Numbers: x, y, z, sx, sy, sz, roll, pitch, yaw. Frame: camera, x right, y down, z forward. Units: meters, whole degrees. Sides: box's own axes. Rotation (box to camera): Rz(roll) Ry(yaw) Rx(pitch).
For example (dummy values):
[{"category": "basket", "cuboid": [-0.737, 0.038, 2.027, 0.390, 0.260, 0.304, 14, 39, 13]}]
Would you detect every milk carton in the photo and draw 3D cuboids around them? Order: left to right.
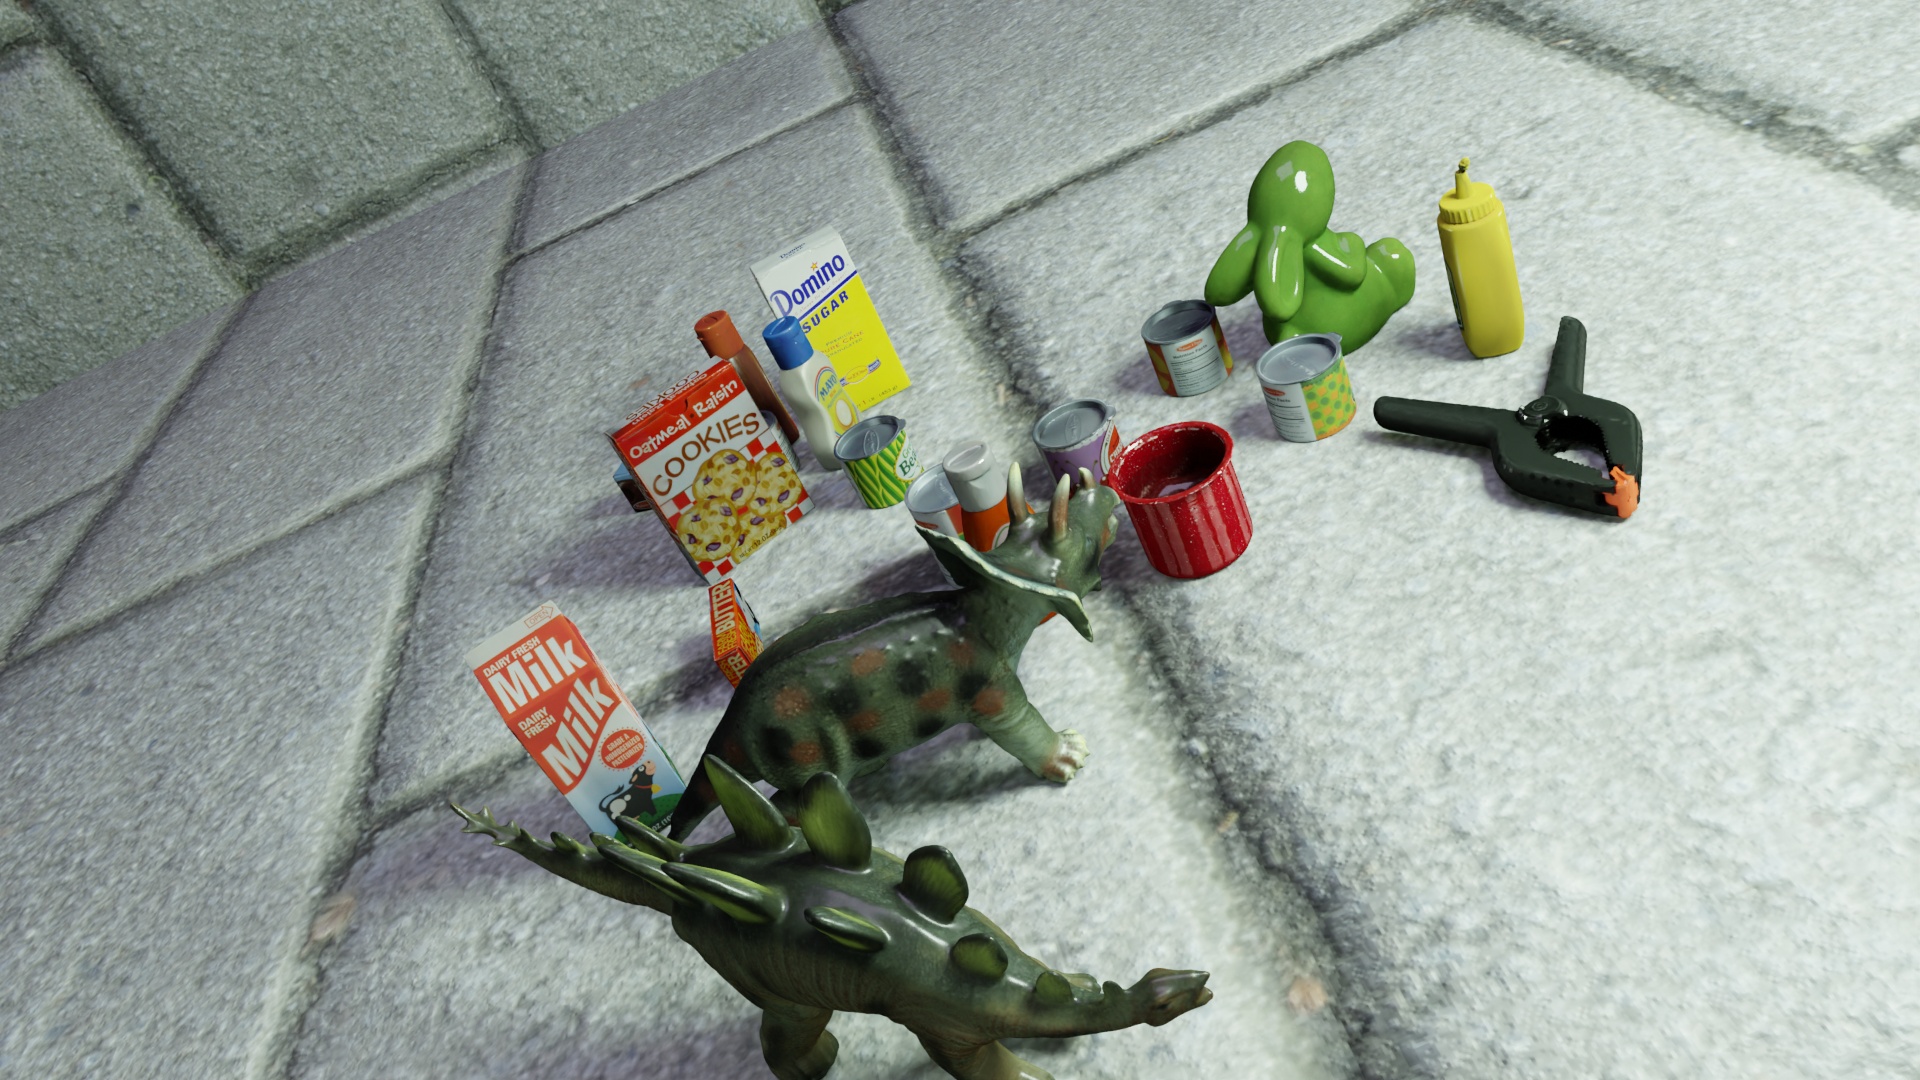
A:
[{"category": "milk carton", "cuboid": [-0.271, 0.130, 0.990, 0.072, 0.189, 0.073, -35, 34, -12]}]

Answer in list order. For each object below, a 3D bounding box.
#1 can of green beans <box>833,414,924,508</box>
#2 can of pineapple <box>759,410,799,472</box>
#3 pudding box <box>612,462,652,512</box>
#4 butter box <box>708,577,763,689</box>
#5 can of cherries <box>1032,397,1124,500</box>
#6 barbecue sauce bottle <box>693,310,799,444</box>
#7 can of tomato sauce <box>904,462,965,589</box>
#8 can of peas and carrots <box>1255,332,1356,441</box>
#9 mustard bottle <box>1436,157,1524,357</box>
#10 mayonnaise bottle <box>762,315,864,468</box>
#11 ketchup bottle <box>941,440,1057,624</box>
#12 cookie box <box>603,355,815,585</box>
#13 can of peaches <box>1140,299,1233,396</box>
[{"category": "can of green beans", "cuboid": [-0.072, -0.070, 1.249, 0.071, 0.057, 0.071, -18, 34, 13]}, {"category": "can of pineapple", "cuboid": [-0.199, -0.084, 1.355, 0.071, 0.057, 0.071, -18, 34, 13]}, {"category": "pudding box", "cuboid": [-0.302, -0.062, 1.402, 0.083, 0.049, 0.030, -11, 36, 23]}, {"category": "butter box", "cuboid": [-0.180, 0.080, 1.121, 0.024, 0.053, 0.104, -25, 33, 3]}, {"category": "can of cherries", "cuboid": [0.102, -0.074, 1.134, 0.071, 0.058, 0.072, -18, 34, 13]}, {"category": "barbecue sauce bottle", "cuboid": [-0.215, -0.158, 1.384, 0.044, 0.148, 0.065, -39, 35, -17]}, {"category": "can of tomato sauce", "cuboid": [0.004, -0.014, 1.096, 0.071, 0.082, 0.071, -18, 34, 13]}, {"category": "can of peas and carrots", "cuboid": [0.271, -0.120, 1.080, 0.071, 0.058, 0.071, -18, 34, 13]}, {"category": "mustard bottle", "cuboid": [0.386, -0.215, 1.039, 0.049, 0.159, 0.066, -14, 35, 20]}, {"category": "mayonnaise bottle", "cuboid": [-0.138, -0.141, 1.308, 0.041, 0.147, 0.065, -3, 40, 32]}, {"category": "ketchup bottle", "cuboid": [0.031, -0.004, 1.005, 0.065, 0.148, 0.043, -32, 33, -8]}, {"category": "cookie box", "cuboid": [-0.220, -0.062, 1.239, 0.123, 0.166, 0.040, -39, 35, -17]}, {"category": "can of peaches", "cuboid": [0.195, -0.167, 1.196, 0.071, 0.057, 0.071, -18, 34, 13]}]
